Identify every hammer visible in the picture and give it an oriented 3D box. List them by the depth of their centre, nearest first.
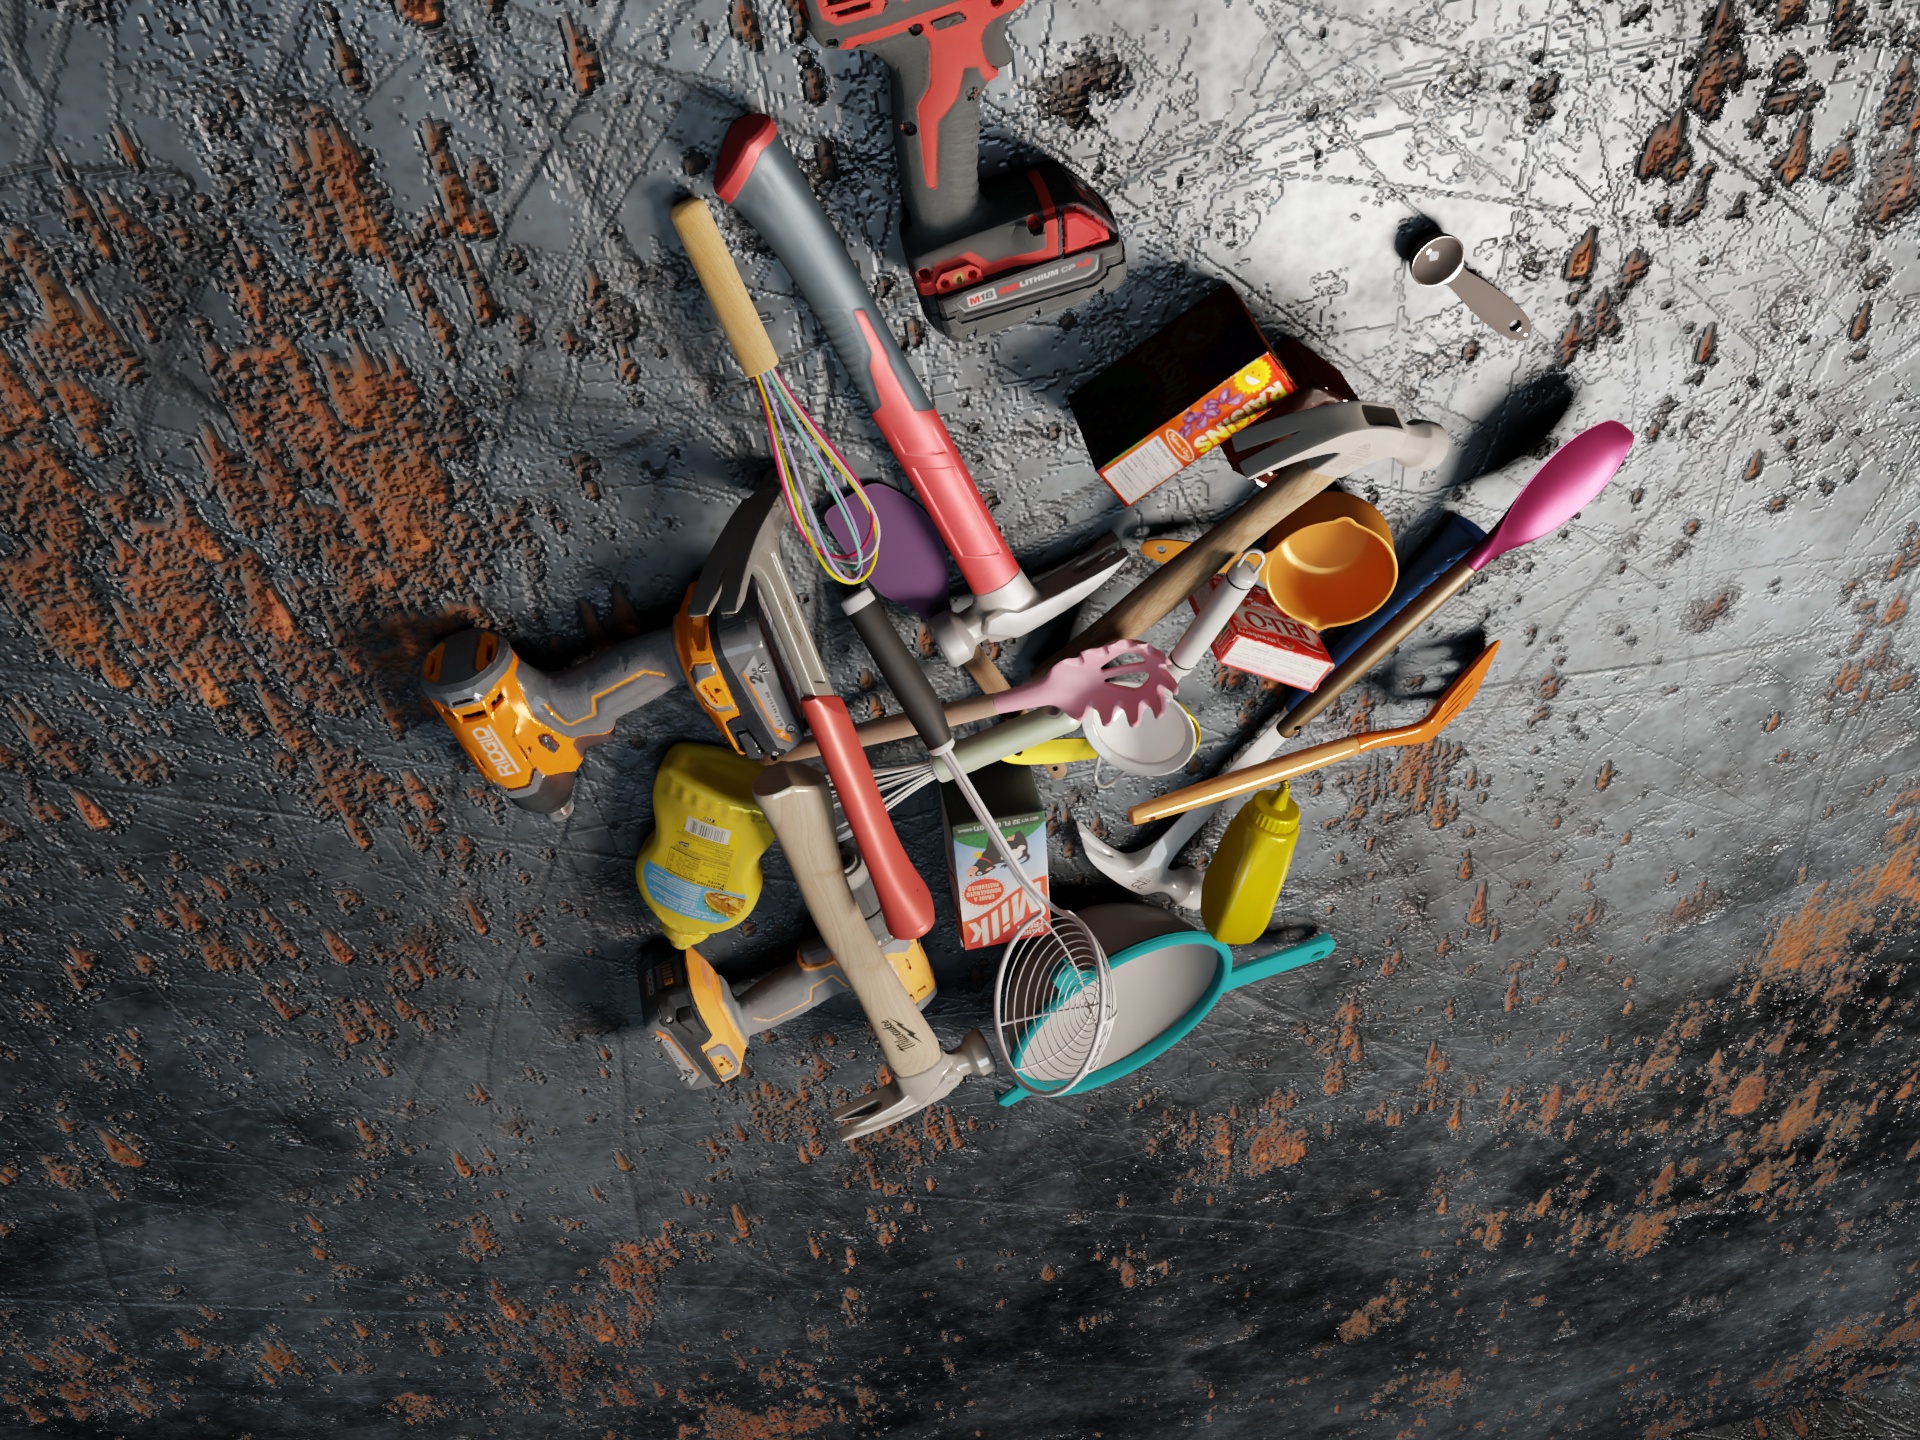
[{"bbox_3d":[-0.023,-0.197,0.963,0.143,0.038,0.385,-30,131,2],"label":"hammer"},{"bbox_3d":[0.154,-0.103,1.044,0.130,0.031,0.331,4,150,-38],"label":"hammer"},{"bbox_3d":[-0.083,0.020,1.050,0.037,0.149,0.358,-4,129,18],"label":"hammer"},{"bbox_3d":[0.249,0.000,1.224,0.144,0.035,0.405,20,125,-30],"label":"hammer"},{"bbox_3d":[-0.087,0.184,1.224,0.146,0.038,0.410,-26,134,-6],"label":"hammer"}]

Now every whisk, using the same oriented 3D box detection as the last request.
[{"bbox_3d":[-0.105,-0.187,0.928,0.047,0.051,0.244,-30,118,-10],"label":"whisk"},{"bbox_3d":[-0.024,0.038,1.170,0.246,0.058,0.059,-22,130,11],"label":"whisk"}]

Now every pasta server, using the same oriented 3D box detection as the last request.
[{"bbox_3d":[-0.002,-0.004,1.115,0.316,0.040,0.060,-13,108,17],"label":"pasta server"}]

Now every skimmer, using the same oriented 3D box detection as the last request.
[{"bbox_3d":[-0.002,0.084,1.089,0.127,0.090,0.363,-16,107,55],"label":"skimmer"}]

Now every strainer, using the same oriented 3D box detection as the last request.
[{"bbox_3d":[0.151,-0.037,1.099,0.087,0.050,0.258,31,142,2],"label":"strainer"},{"bbox_3d":[0.173,0.208,1.379,0.340,0.095,0.210,-12,140,-28],"label":"strainer"}]

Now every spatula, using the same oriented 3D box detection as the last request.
[{"bbox_3d":[0.005,-0.053,1.126,0.060,0.018,0.315,-29,132,9],"label":"spatula"},{"bbox_3d":[0.270,0.018,1.194,0.322,0.041,0.081,-17,147,-13],"label":"spatula"}]

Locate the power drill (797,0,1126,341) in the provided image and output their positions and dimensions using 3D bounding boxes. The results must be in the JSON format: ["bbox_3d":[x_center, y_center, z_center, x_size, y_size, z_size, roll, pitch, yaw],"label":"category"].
[{"bbox_3d":[0.028,-0.332,0.829,0.188,0.080,0.226,-18,131,3],"label":"power drill"}]

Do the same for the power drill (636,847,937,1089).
[{"bbox_3d":[-0.144,0.197,1.288,0.226,0.084,0.185,-19,134,-1],"label":"power drill"}]

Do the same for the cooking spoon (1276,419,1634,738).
[{"bbox_3d":[0.338,-0.093,1.119,0.068,0.017,0.319,18,127,-41],"label":"cooking spoon"}]

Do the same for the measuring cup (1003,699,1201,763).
[{"bbox_3d":[0.103,0.013,1.201,0.156,0.029,0.062,-4,126,-10],"label":"measuring cup"}]

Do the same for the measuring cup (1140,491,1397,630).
[{"bbox_3d":[0.212,-0.120,1.097,0.173,0.052,0.095,9,132,5],"label":"measuring cup"}]

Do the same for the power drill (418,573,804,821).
[{"bbox_3d":[-0.225,-0.007,1.074,0.226,0.084,0.164,-13,136,5],"label":"power drill"}]

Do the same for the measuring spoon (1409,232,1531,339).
[{"bbox_3d":[0.322,-0.272,1.001,0.124,0.018,0.034,21,125,-38],"label":"measuring spoon"}]
